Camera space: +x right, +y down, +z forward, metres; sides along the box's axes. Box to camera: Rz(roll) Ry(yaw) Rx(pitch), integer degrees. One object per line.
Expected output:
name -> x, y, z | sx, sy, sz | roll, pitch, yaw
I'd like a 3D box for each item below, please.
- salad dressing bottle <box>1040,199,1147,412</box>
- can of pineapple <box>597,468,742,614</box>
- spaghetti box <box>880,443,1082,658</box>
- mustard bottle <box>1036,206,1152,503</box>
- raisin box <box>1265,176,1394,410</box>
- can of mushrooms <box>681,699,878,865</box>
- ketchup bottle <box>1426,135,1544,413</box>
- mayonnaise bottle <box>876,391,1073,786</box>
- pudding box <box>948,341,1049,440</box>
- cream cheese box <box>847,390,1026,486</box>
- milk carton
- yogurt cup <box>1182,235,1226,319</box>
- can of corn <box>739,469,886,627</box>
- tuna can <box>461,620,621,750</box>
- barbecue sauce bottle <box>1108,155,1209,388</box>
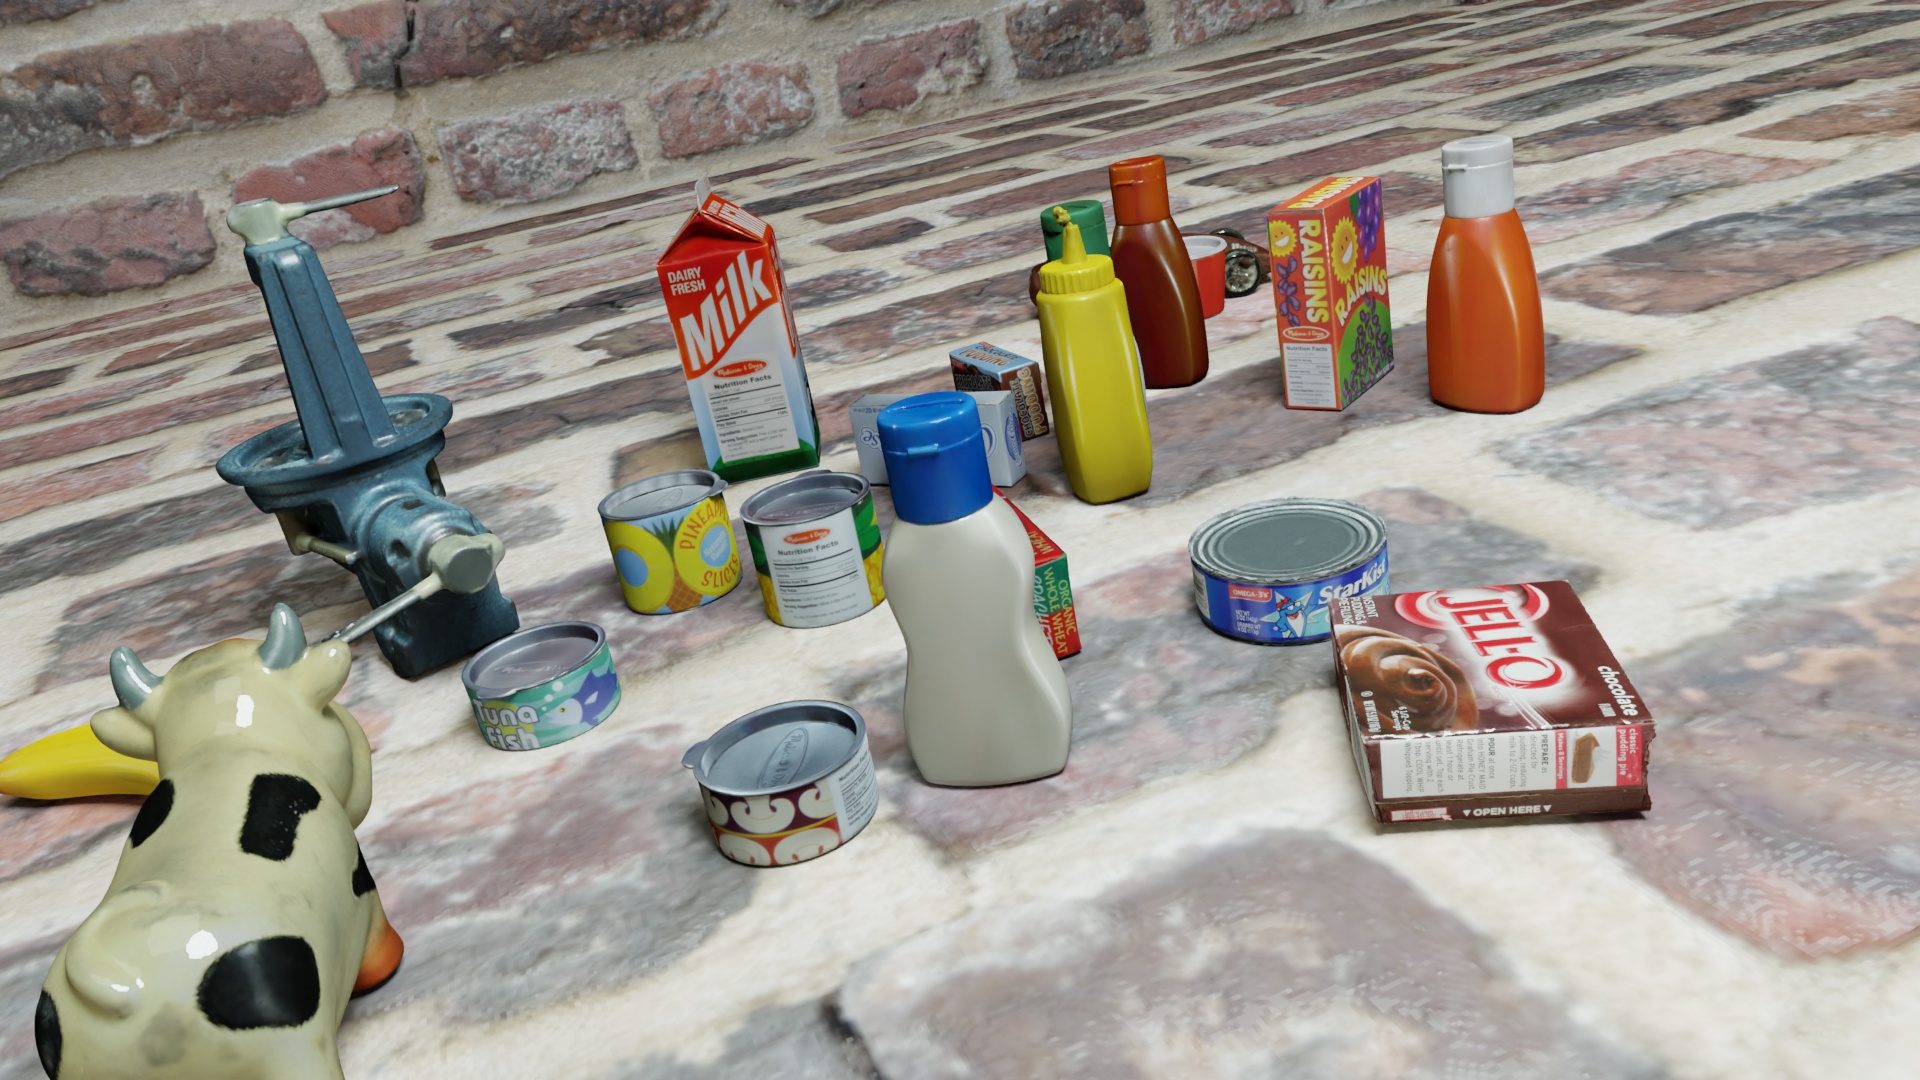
salad dressing bottle -> 0.076, -0.124, 0.820 | 0.044, 0.147, 0.064 | -24, 26, -29
can of pineapple -> -0.154, 0.000, 0.748 | 0.071, 0.057, 0.071 | -9, 22, 4
spaghetti box -> 0.003, -0.009, 0.708 | 0.029, 0.050, 0.251 | -16, 23, -12
mustard bottle -> 0.070, -0.102, 0.754 | 0.049, 0.159, 0.065 | -14, 22, -6
raisin box -> 0.227, -0.151, 0.847 | 0.040, 0.123, 0.086 | 8, 29, 39
can of mushrooms -> -0.068, 0.091, 0.527 | 0.071, 0.033, 0.071 | -9, 23, 4
ketchup bottle -> 0.291, -0.147, 0.775 | 0.044, 0.148, 0.065 | -25, 26, -30
mayonnaise bottle -> 0.001, 0.020, 0.514 | 0.065, 0.147, 0.041 | -7, 23, 11
pudding box -> 0.025, -0.099, 0.910 | 0.030, 0.049, 0.084 | -19, 24, -18
cream cheese box -> -0.014, -0.061, 0.833 | 0.104, 0.053, 0.024 | 2, 25, 28
milk carton -> -0.146, -0.140, 0.904 | 0.073, 0.189, 0.072 | -11, 22, -1
yogurt cup -> 0.175, -0.202, 1.081 | 0.072, 0.053, 0.073 | -9, 23, 4
can of corn -> -0.072, 0.003, 0.703 | 0.071, 0.058, 0.071 | -9, 22, 4
tuna can -> -0.193, 0.067, 0.640 | 0.071, 0.032, 0.071 | -9, 23, 4
barbecue sauce bottle -> 0.126, -0.177, 0.920 | 0.065, 0.148, 0.044 | 6, 28, 35
